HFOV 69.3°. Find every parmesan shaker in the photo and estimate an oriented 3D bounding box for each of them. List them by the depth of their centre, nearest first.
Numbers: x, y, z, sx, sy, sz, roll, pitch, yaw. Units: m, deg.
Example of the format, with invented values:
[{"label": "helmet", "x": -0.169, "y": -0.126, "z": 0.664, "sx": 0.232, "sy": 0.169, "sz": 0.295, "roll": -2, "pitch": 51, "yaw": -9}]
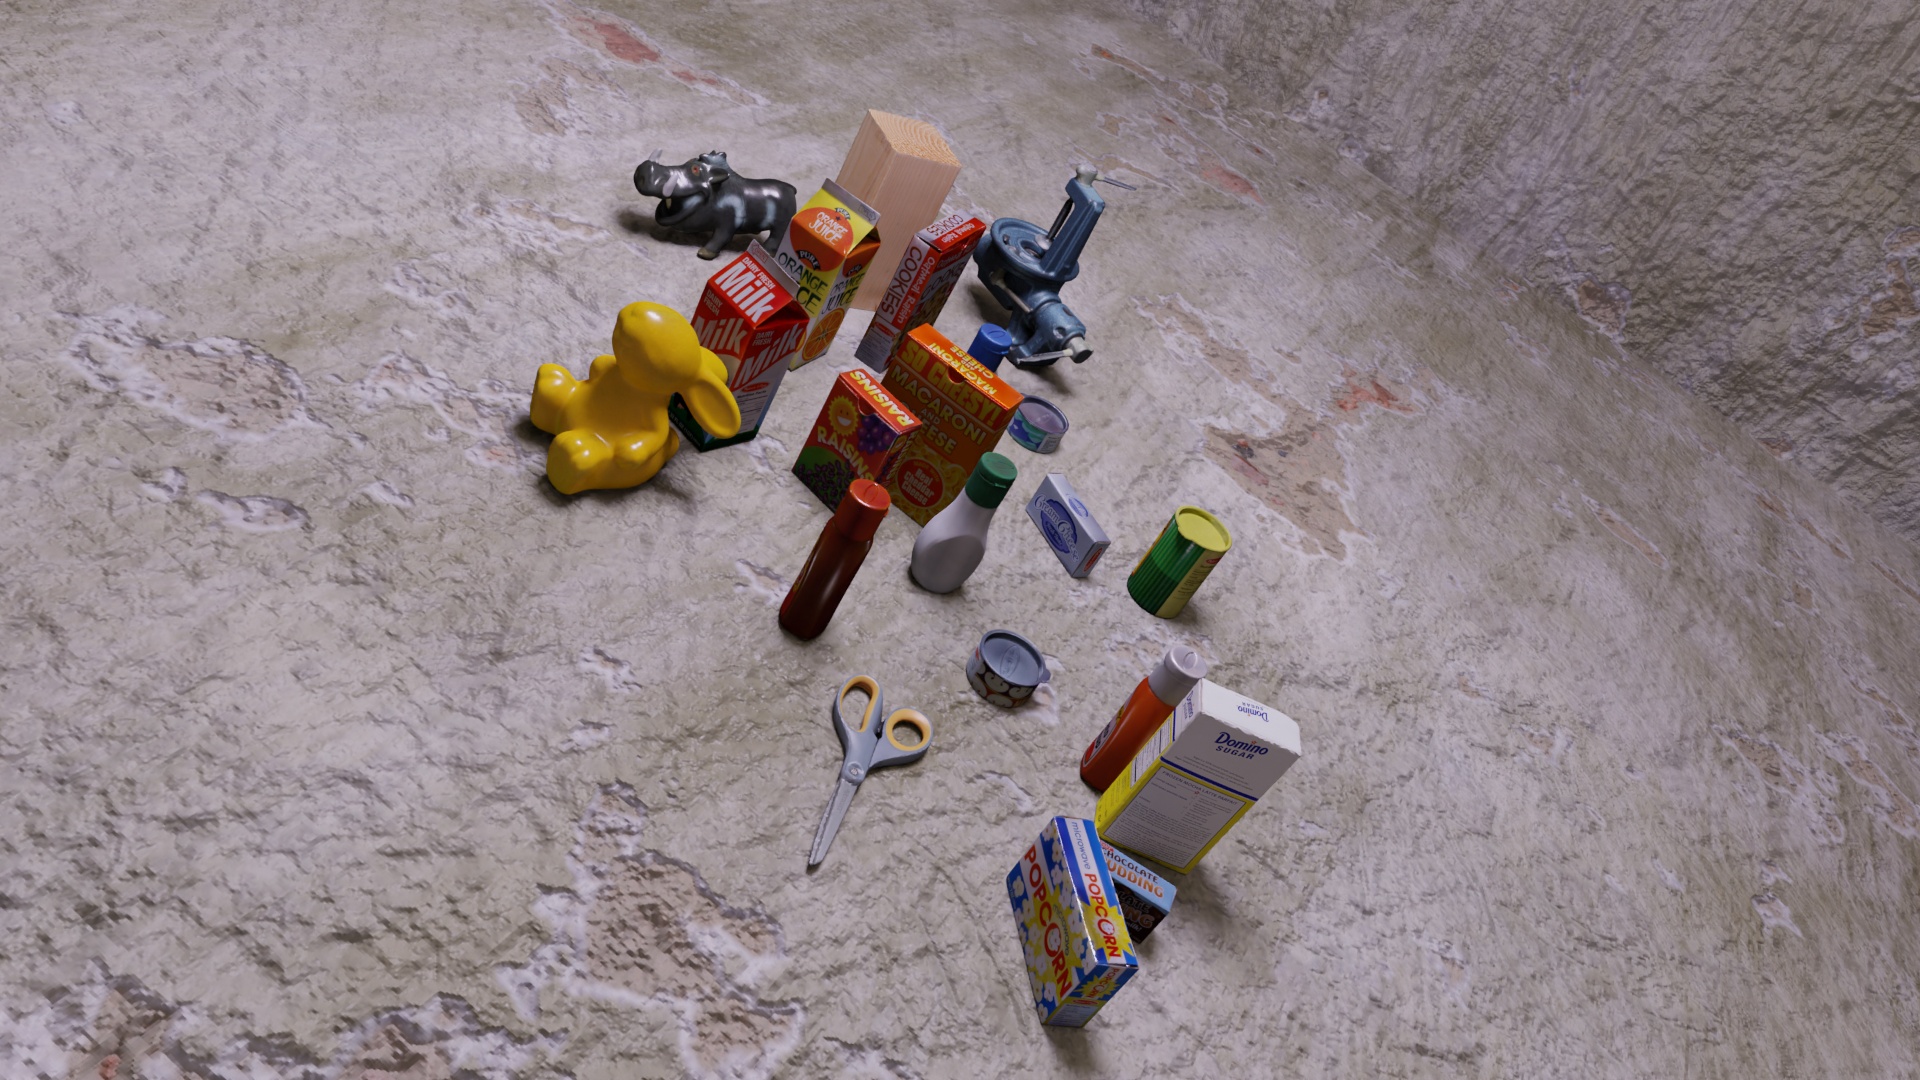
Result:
[{"label": "parmesan shaker", "x": 0.222, "y": 0.023, "z": 1.430, "sx": 0.071, "sy": 0.102, "sz": 0.072, "roll": 20, "pitch": 36, "yaw": -16}]

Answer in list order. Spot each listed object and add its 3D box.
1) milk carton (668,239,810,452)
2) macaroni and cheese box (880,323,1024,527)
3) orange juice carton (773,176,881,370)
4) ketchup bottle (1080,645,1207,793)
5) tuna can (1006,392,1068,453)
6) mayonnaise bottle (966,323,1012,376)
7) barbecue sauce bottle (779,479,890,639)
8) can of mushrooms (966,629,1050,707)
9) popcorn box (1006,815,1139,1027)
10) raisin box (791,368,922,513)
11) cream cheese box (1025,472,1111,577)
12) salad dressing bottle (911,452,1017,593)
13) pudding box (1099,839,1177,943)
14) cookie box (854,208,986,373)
[{"label": "milk carton", "x": -0.204, "y": -0.179, "z": 1.281, "sx": 0.072, "sy": 0.189, "sz": 0.074, "roll": 46, "pitch": 37, "yaw": 19}, {"label": "macaroni and cheese box", "x": -0.030, "y": -0.106, "z": 1.343, "sx": 0.124, "sy": 0.165, "sz": 0.040, "roll": 38, "pitch": 35, "yaw": 9}, {"label": "orange juice carton", "x": -0.148, "y": -0.278, "z": 1.441, "sx": 0.072, "sy": 0.191, "sz": 0.073, "roll": 38, "pitch": 35, "yaw": 9}, {"label": "ketchup bottle", "x": 0.158, "y": 0.151, "z": 1.186, "sx": 0.043, "sy": 0.148, "sz": 0.065, "roll": 35, "pitch": 35, "yaw": 5}, {"label": "tuna can", "x": 0.085, "y": -0.134, "z": 1.579, "sx": 0.071, "sy": 0.032, "sz": 0.071, "roll": 20, "pitch": 36, "yaw": -16}, {"label": "mayonnaise bottle", "x": 0.005, "y": -0.158, "z": 1.449, "sx": 0.041, "sy": 0.147, "sz": 0.065, "roll": 46, "pitch": 37, "yaw": 19}, {"label": "barbecue sauce bottle", "x": -0.103, "y": 0.014, "z": 1.157, "sx": 0.043, "sy": 0.147, "sz": 0.065, "roll": 29, "pitch": 35, "yaw": -4}, {"label": "can of mushrooms", "x": 0.043, "y": 0.116, "z": 1.242, "sx": 0.071, "sy": 0.033, "sz": 0.071, "roll": 20, "pitch": 36, "yaw": -16}, {"label": "popcorn box", "x": 0.080, "y": 0.280, "z": 1.025, "sx": 0.038, "sy": 0.084, "sz": 0.127, "roll": 12, "pitch": 39, "yaw": -26}, {"label": "raisin box", "x": -0.099, "y": -0.087, "z": 1.306, "sx": 0.086, "sy": 0.122, "sz": 0.040, "roll": 44, "pitch": 37, "yaw": 17}, {"label": "cream cheese box", "x": 0.110, "y": -0.016, "z": 1.437, "sx": 0.024, "sy": 0.053, "sz": 0.104, "roll": -2, "pitch": 47, "yaw": -39}, {"label": "salad dressing bottle", "x": 0.005, "y": -0.016, "z": 1.275, "sx": 0.064, "sy": 0.147, "sz": 0.044, "roll": 12, "pitch": 39, "yaw": -26}, {"label": "pudding box", "x": 0.122, "y": 0.274, "z": 1.095, "sx": 0.084, "sy": 0.049, "sz": 0.030, "roll": 33, "pitch": 35, "yaw": 1}, {"label": "cookie box", "x": -0.043, "y": -0.277, "z": 1.541, "sx": 0.040, "sy": 0.166, "sz": 0.123, "roll": 36, "pitch": 35, "yaw": 5}]
